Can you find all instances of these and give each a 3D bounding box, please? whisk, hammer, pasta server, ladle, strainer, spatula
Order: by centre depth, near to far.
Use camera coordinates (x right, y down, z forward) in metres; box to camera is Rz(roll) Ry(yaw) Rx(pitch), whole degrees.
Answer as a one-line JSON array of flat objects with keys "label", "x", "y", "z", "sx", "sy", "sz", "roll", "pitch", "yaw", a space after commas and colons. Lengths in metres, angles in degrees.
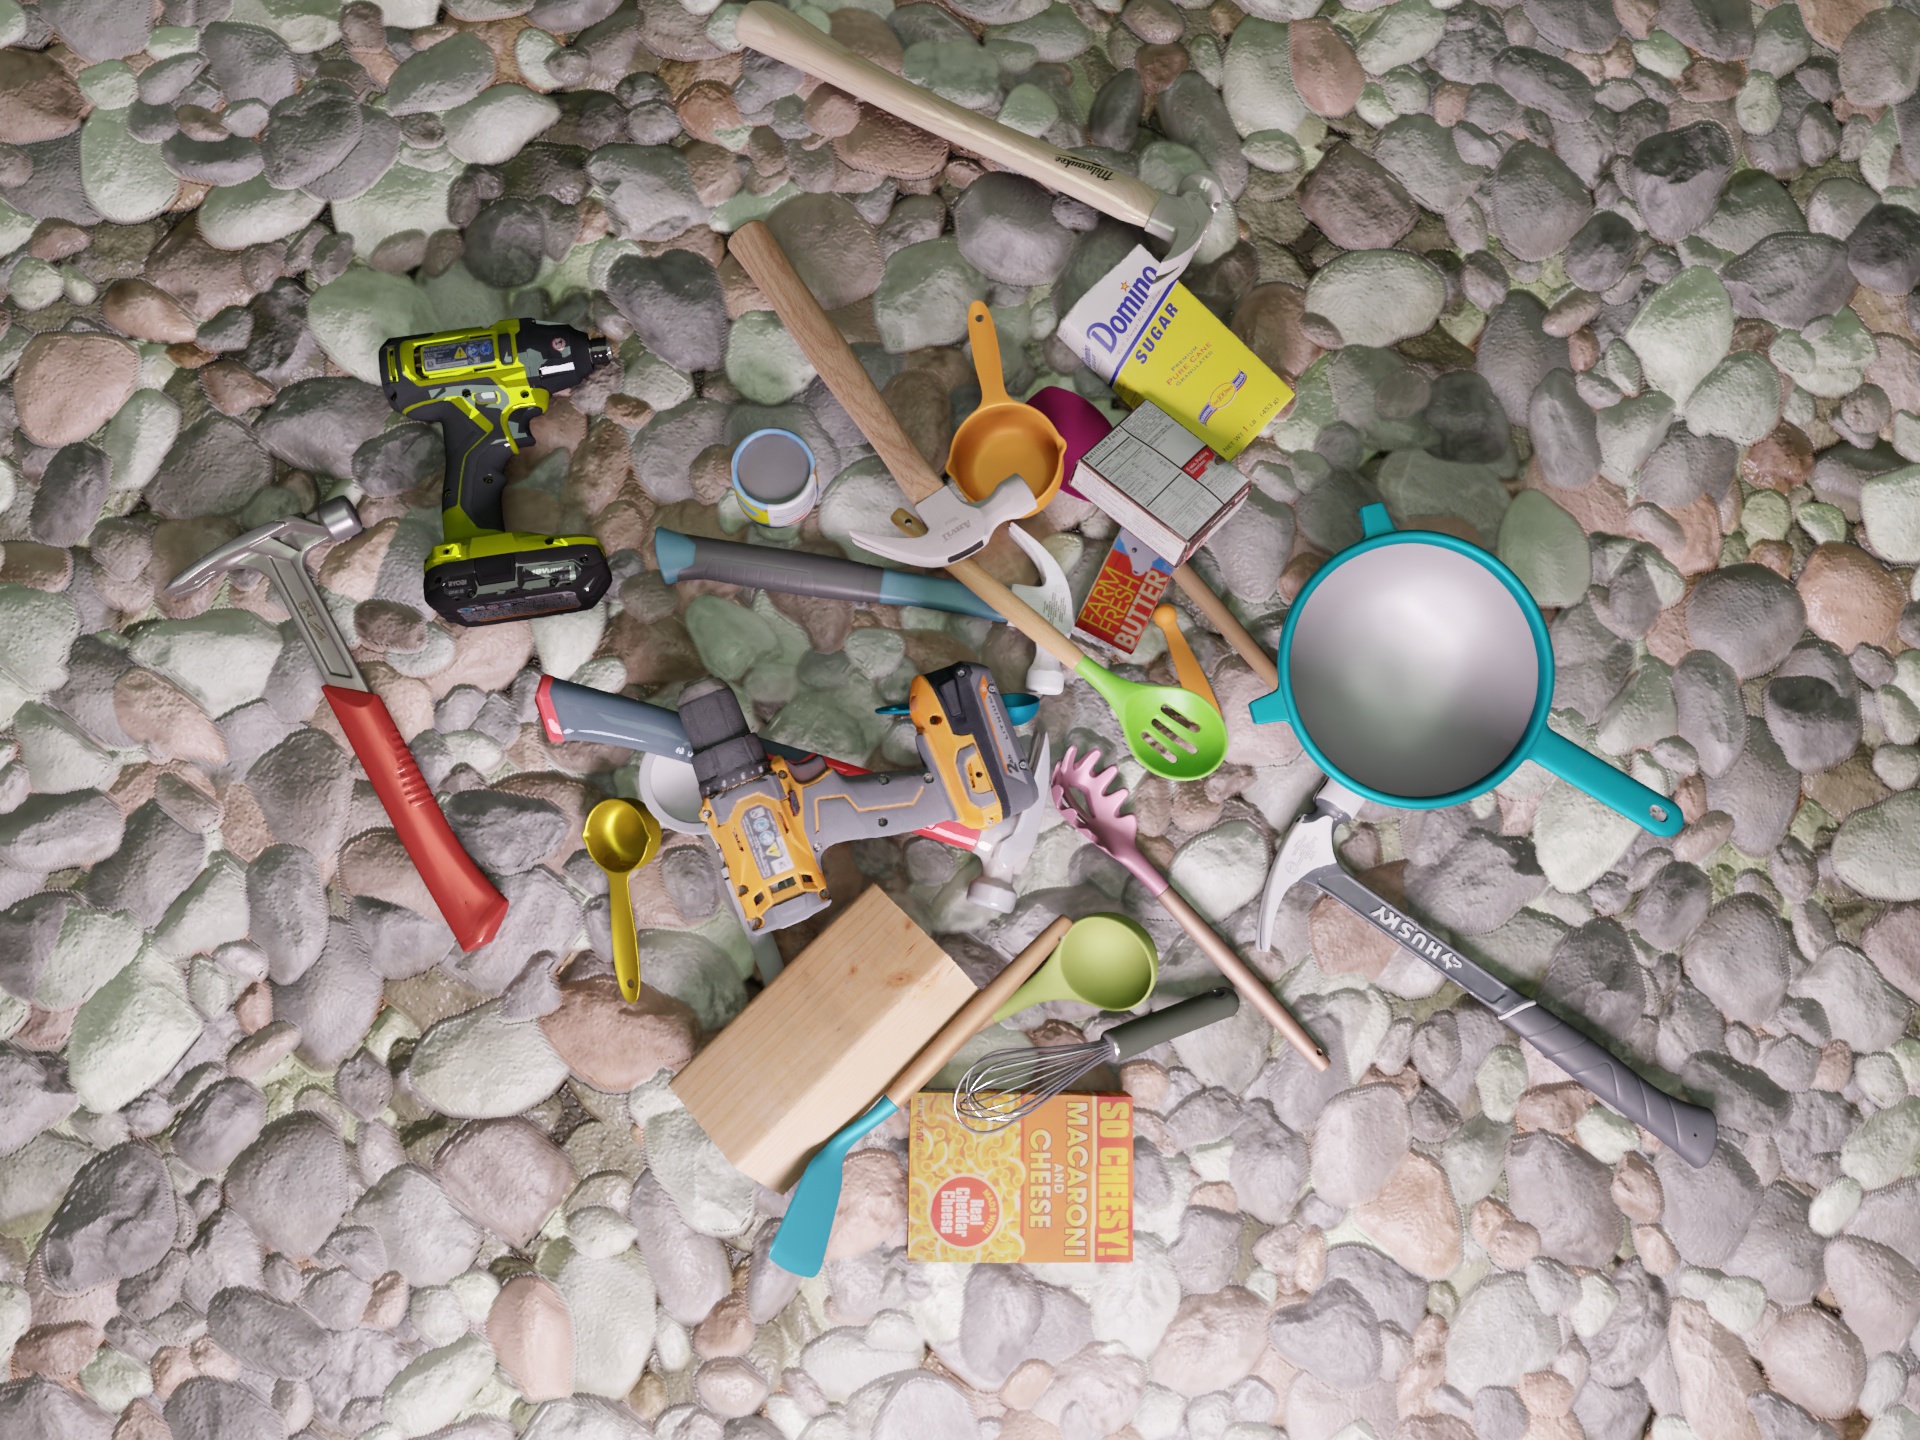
[{"label": "spatula", "x": -0.024, "y": 0.264, "z": 1.151, "sx": 0.317, "sy": 0.082, "sz": 0.044, "roll": -46, "pitch": 55, "yaw": -7}, {"label": "whisk", "x": 0.104, "y": 0.246, "z": 1.182, "sx": 0.246, "sy": 0.058, "sz": 0.059, "roll": -16, "pitch": 106, "yaw": -22}, {"label": "hammer", "x": -0.121, "y": 0.023, "z": 1.183, "sx": 0.386, "sy": 0.038, "sz": 0.143, "roll": 18, "pitch": 81, "yaw": -13}, {"label": "ladle", "x": 0.000, "y": 0.235, "z": 1.193, "sx": 0.320, "sy": 0.062, "sz": 0.078, "roll": -25, "pitch": 93, "yaw": -4}, {"label": "hammer", "x": -0.451, "y": 0.015, "z": 1.197, "sx": 0.149, "sy": 0.036, "sz": 0.359, "roll": -29, "pitch": 85, "yaw": -7}, {"label": "strainer", "x": -0.176, "y": 0.106, "z": 1.202, "sx": 0.087, "sy": 0.050, "sz": 0.258, "roll": -21, "pitch": 89, "yaw": -15}, {"label": "pasta server", "x": 0.178, "y": 0.149, "z": 1.225, "sx": 0.316, "sy": 0.040, "sz": 0.060, "roll": 48, "pitch": 53, "yaw": 1}, {"label": "hammer", "x": -0.085, "y": -0.257, "z": 1.228, "sx": 0.130, "sy": 0.031, "sz": 0.331, "roll": -33, "pitch": 75, "yaw": -4}, {"label": "strainer", "x": 0.394, "y": -0.004, "z": 1.232, "sx": 0.340, "sy": 0.095, "sz": 0.211, "roll": 31, "pitch": 85, "yaw": -2}, {"label": "hammer", "x": 0.413, "y": 0.217, "z": 1.235, "sx": 0.409, "sy": 0.036, "sz": 0.149, "roll": 36, "pitch": 83, "yaw": 1}, {"label": "hammer", "x": -0.075, "y": -0.106, "z": 1.240, "sx": 0.331, "sy": 0.033, "sz": 0.128, "roll": 8, "pitch": 83, "yaw": -3}, {"label": "hammer", "x": 0.005, "y": -0.467, "z": 1.265, "sx": 0.410, "sy": 0.038, "sz": 0.146, "roll": 26, "pitch": 50, "yaw": 3}]

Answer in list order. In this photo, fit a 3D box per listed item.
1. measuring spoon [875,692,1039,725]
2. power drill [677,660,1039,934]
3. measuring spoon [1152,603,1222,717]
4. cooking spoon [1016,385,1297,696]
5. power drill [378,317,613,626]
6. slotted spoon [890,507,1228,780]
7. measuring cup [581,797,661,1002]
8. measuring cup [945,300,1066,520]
[{"label": "measuring spoon", "x": -0.002, "y": -0.004, "z": 1.237, "sx": 0.128, "sy": 0.042, "sz": 0.021, "roll": -4, "pitch": 105, "yaw": 3}, {"label": "power drill", "x": -0.079, "y": 0.028, "z": 1.137, "sx": 0.226, "sy": 0.084, "sz": 0.185, "roll": -22, "pitch": 88, "yaw": -13}, {"label": "measuring spoon", "x": 0.182, "y": -0.040, "z": 1.261, "sx": 0.021, "sy": 0.011, "sz": 0.117, "roll": -22, "pitch": 85, "yaw": -6}, {"label": "cooking spoon", "x": 0.160, "y": -0.138, "z": 1.269, "sx": 0.069, "sy": 0.017, "sz": 0.319, "roll": -41, "pitch": 87, "yaw": 2}, {"label": "power drill", "x": -0.341, "y": -0.194, "z": 1.212, "sx": 0.171, "sy": 0.080, "sz": 0.223, "roll": -9, "pitch": 81, "yaw": -5}, {"label": "slotted spoon", "x": 0.072, "y": -0.063, "z": 1.217, "sx": 0.314, "sy": 0.031, "sz": 0.070, "roll": 39, "pitch": 84, "yaw": 2}, {"label": "measuring cup", "x": -0.249, "y": 0.134, "z": 1.203, "sx": 0.062, "sy": 0.029, "sz": 0.156, "roll": -1, "pitch": 97, "yaw": 24}, {"label": "measuring cup", "x": 0.031, "y": -0.241, "z": 1.252, "sx": 0.095, "sy": 0.052, "sz": 0.174, "roll": -11, "pitch": 81, "yaw": 7}]
